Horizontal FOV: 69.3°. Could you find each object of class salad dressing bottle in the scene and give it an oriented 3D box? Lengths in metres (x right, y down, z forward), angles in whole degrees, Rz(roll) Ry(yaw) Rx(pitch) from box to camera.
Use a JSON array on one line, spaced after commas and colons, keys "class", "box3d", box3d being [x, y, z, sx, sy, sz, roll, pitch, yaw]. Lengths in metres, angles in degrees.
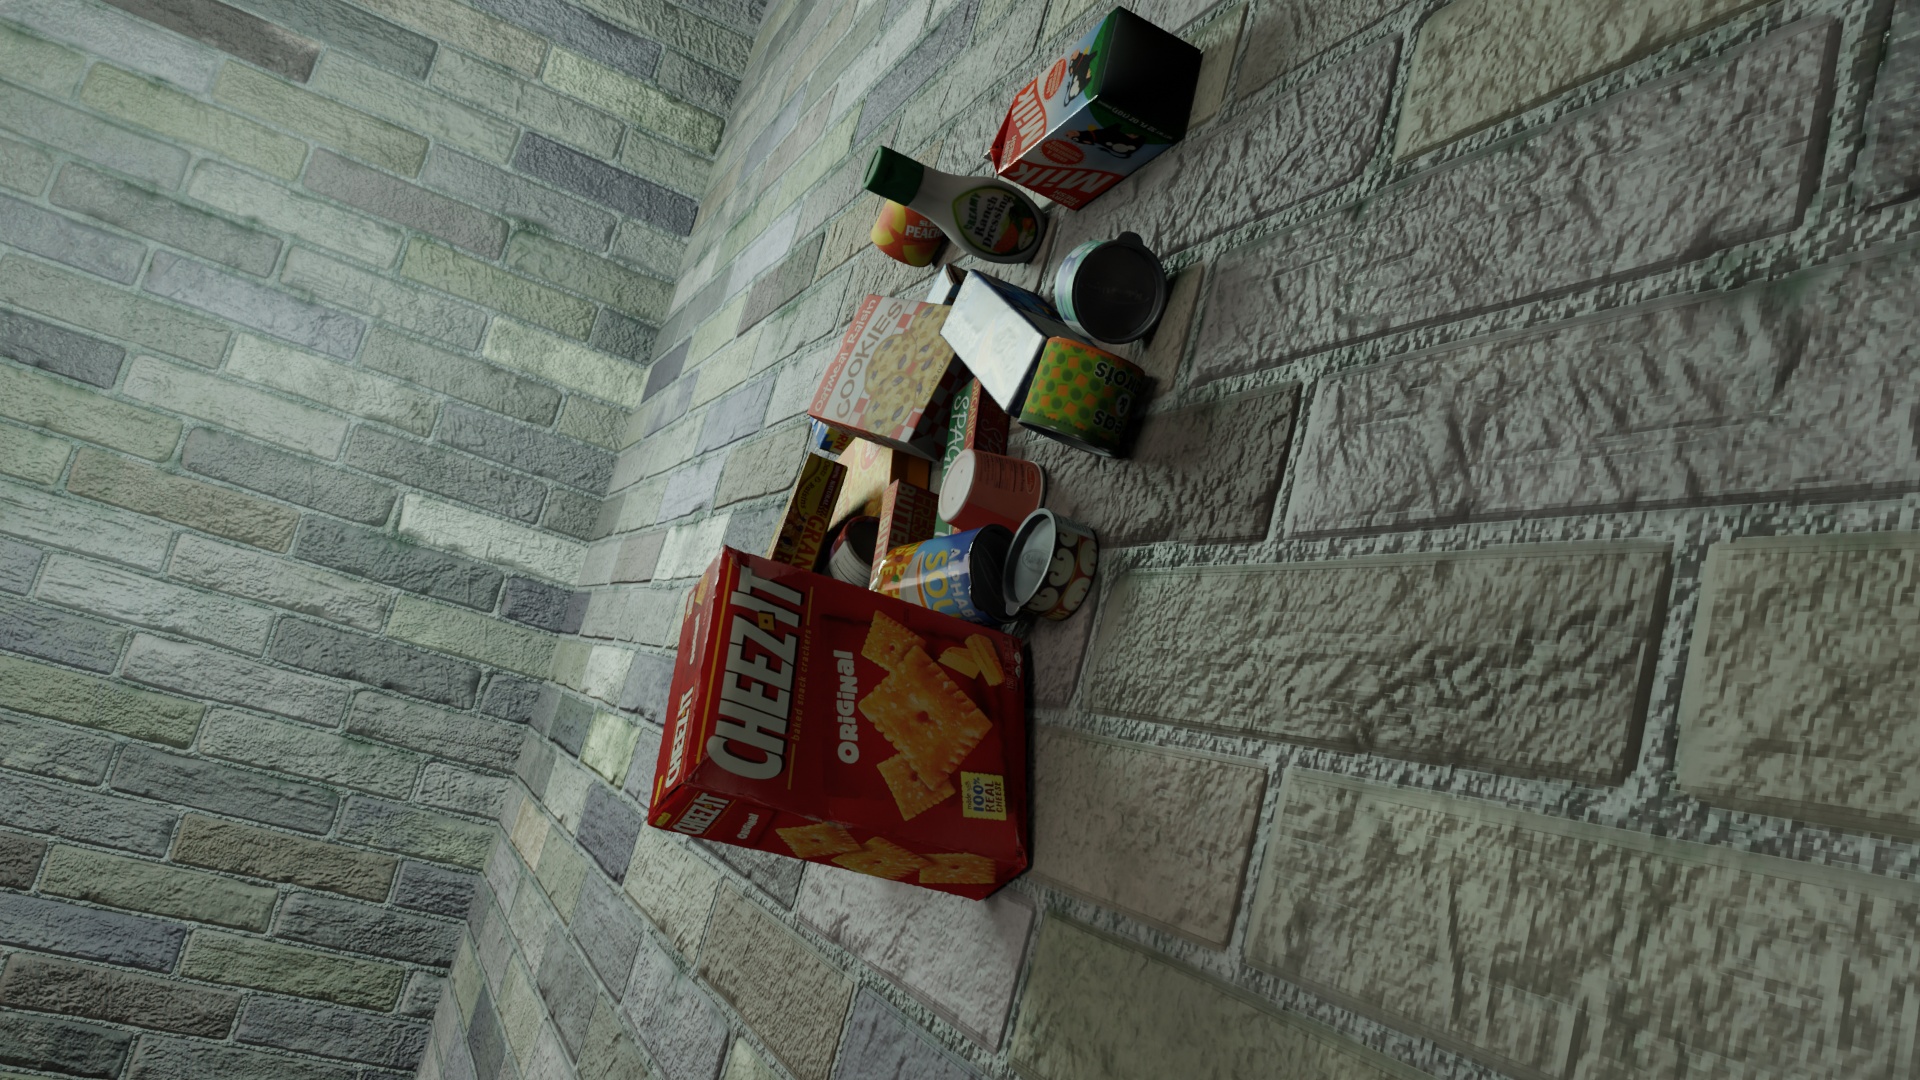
[{"class": "salad dressing bottle", "box3d": [-0.005, -0.269, 1.110, 0.064, 0.148, 0.044, -67, 22, 10]}]

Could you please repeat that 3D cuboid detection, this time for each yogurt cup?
[{"class": "yogurt cup", "box3d": [0.020, -0.031, 0.976, 0.072, 0.054, 0.073, -48, 31, 43]}]

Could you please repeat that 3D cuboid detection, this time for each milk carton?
[{"class": "milk carton", "box3d": [0.088, -0.304, 1.021, 0.190, 0.072, 0.073, -17, 57, 64]}]

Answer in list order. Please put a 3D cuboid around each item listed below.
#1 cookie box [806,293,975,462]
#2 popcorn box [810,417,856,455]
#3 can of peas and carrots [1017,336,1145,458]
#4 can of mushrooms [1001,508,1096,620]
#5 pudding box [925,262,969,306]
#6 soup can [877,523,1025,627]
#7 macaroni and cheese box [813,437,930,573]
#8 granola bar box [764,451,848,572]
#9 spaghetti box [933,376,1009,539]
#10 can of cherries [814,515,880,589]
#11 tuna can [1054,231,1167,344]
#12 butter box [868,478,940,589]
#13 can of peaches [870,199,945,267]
[{"class": "cookie box", "box3d": [-0.050, -0.141, 1.171, 0.167, 0.040, 0.123, 21, 81, 52]}, {"class": "popcorn box", "box3d": [-0.107, -0.157, 1.406, 0.126, 0.038, 0.085, -62, 24, 20]}, {"class": "can of peas and carrots", "box3d": [0.078, -0.089, 0.874, 0.058, 0.071, 0.071, -70, 22, 1]}, {"class": "can of mushrooms", "box3d": [0.055, 0.018, 0.879, 0.070, 0.033, 0.071, -48, 31, 42]}, {"class": "pudding box", "box3d": [-0.016, -0.198, 1.235, 0.083, 0.030, 0.050, -60, 25, 24]}, {"class": "soup can", "box3d": [-0.006, 0.030, 0.927, 0.083, 0.071, 0.071, -14, 57, 38]}, {"class": "macaroni and cheese box", "box3d": [-0.081, -0.040, 1.243, 0.165, 0.040, 0.124, -43, 35, 48]}, {"class": "granola bar box", "box3d": [-0.148, 0.025, 1.183, 0.123, 0.039, 0.166, 122, 166, -51]}, {"class": "spaghetti box", "box3d": [0.004, -0.013, 1.034, 0.050, 0.029, 0.251, -37, 40, 53]}, {"class": "can of cherries", "box3d": [-0.079, 0.020, 1.154, 0.058, 0.071, 0.072, -53, 27, 37]}, {"class": "tuna can", "box3d": [0.096, -0.162, 0.888, 0.071, 0.071, 0.033, -69, 21, 5]}, {"class": "butter box", "box3d": [-0.039, 0.007, 1.084, 0.024, 0.053, 0.104, -37, 39, 52]}, {"class": "can of peaches", "box3d": [-0.046, -0.306, 1.351, 0.057, 0.071, 0.071, -58, 25, 28]}]
